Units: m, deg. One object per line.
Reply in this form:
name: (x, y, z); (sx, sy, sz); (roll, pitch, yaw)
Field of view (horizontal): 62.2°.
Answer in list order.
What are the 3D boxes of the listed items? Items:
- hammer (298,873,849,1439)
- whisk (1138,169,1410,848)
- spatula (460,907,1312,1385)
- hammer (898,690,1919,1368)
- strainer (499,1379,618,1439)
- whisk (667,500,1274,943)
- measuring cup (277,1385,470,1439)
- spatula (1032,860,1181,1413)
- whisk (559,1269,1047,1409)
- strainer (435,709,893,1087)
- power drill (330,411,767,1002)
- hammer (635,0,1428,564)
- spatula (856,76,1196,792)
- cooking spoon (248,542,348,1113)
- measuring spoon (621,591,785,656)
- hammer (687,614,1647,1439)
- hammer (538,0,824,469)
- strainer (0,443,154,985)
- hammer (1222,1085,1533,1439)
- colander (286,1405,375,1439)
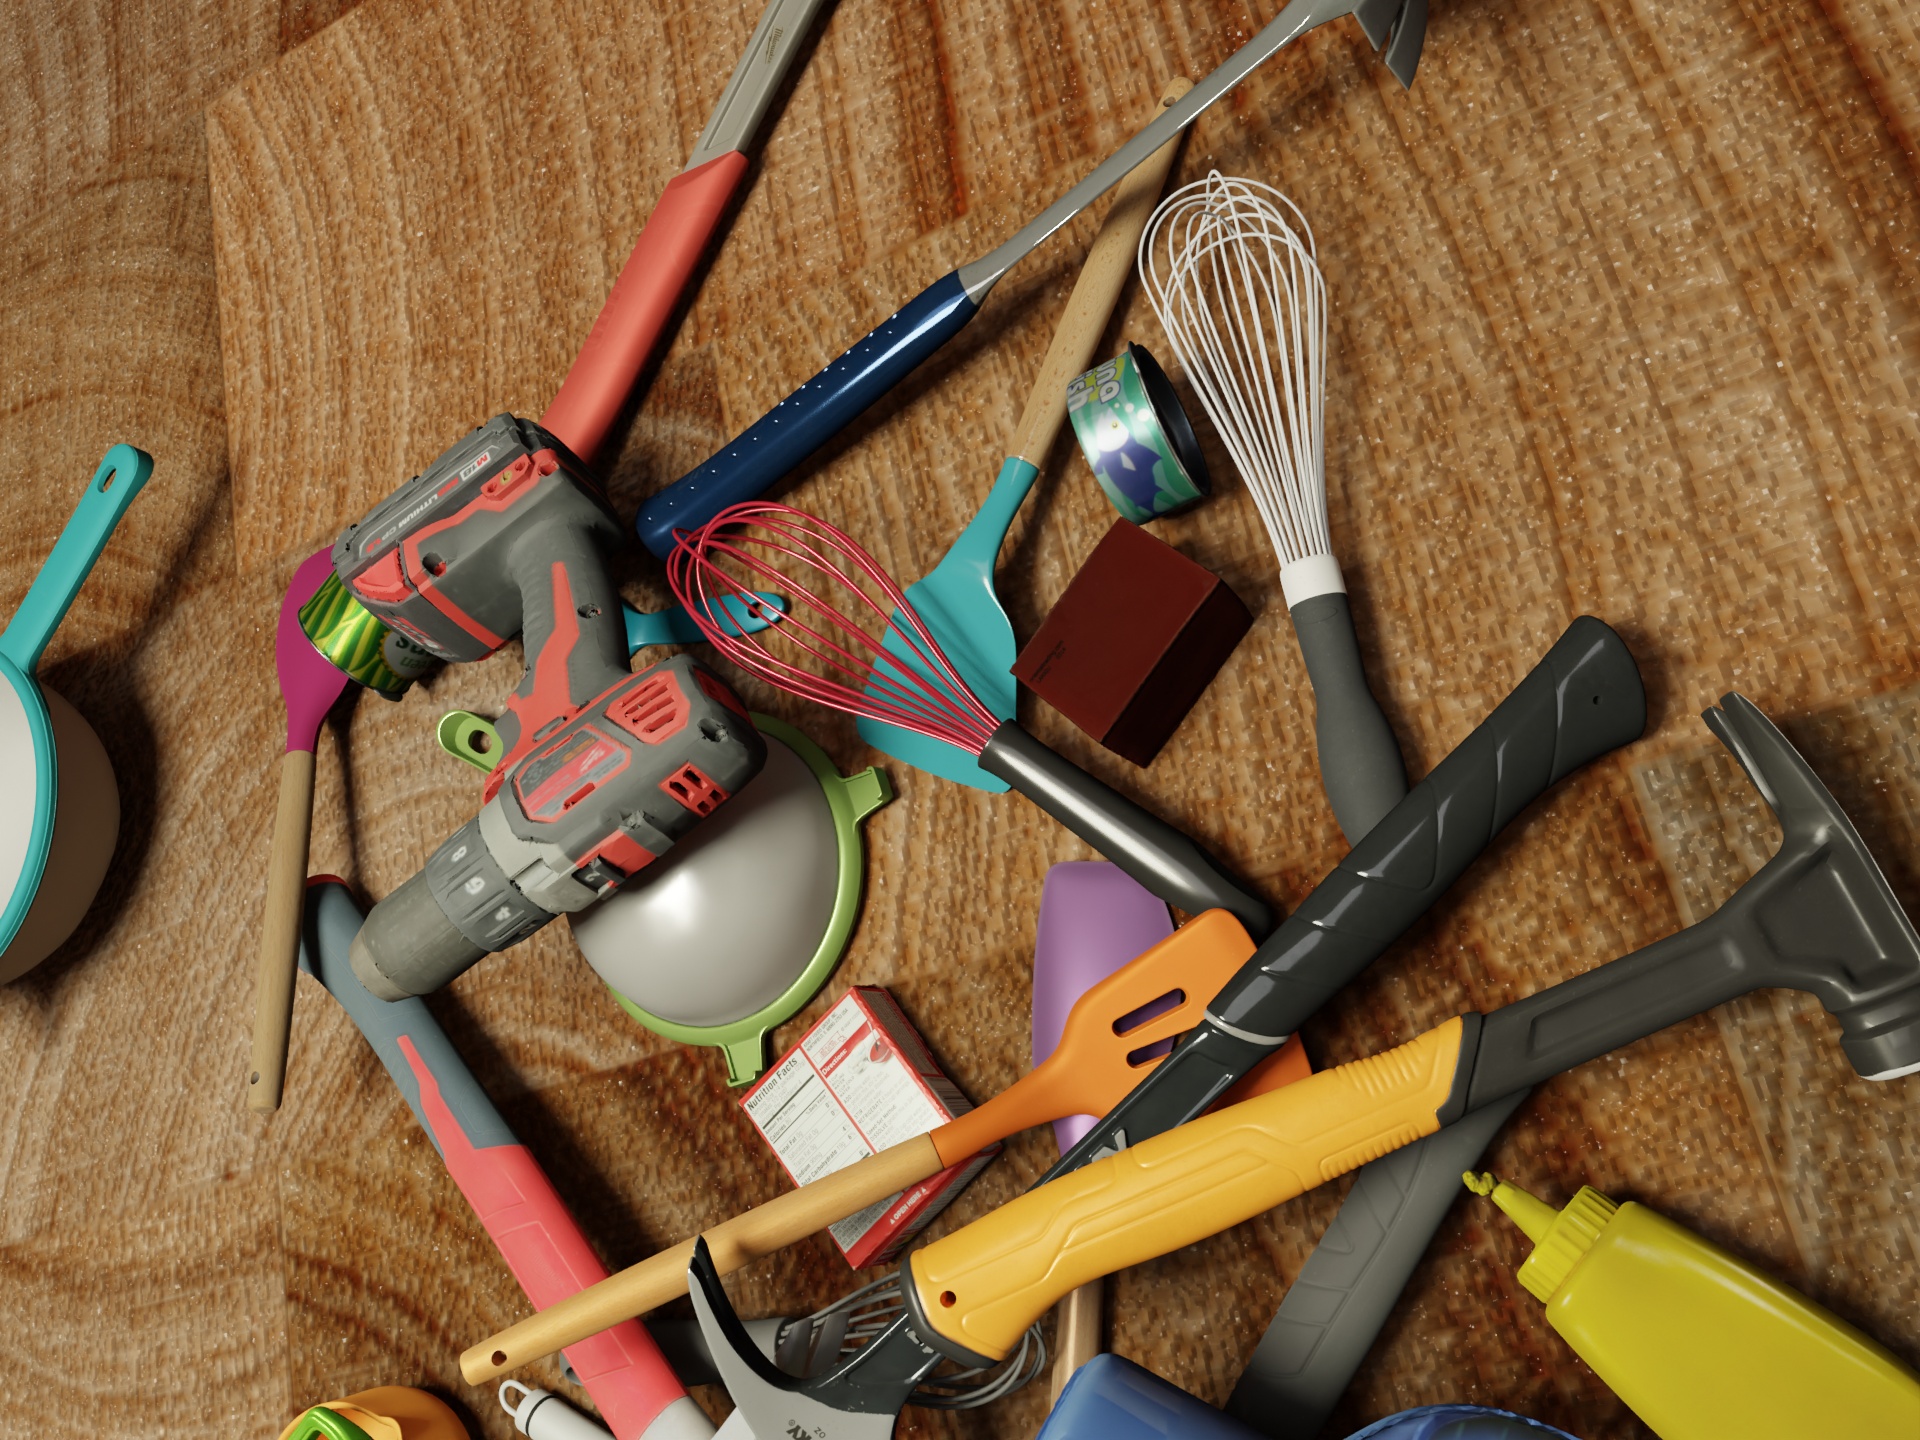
hammer: (-0.199, 0.180, 0.696); (0.387, 0.038, 0.143); (41, 103, 34)
whisk: (0.126, -0.082, 0.610); (0.070, 0.070, 0.285); (-17, 76, 23)
spatula: (-0.031, 0.168, 0.579); (0.322, 0.041, 0.081); (-24, 87, -6)
hammer: (0.134, 0.114, 0.512); (0.337, 0.034, 0.127); (-25, 76, 2)
strainer: (-0.100, 0.329, 0.639); (0.258, 0.050, 0.087); (15, 100, 32)
whisk: (-0.001, -0.002, 0.635); (0.296, 0.073, 0.073); (35, 95, 16)
measuring cup: (-0.225, 0.364, 0.689); (0.174, 0.052, 0.095); (35, 96, 21)
spatula: (0.048, 0.211, 0.601); (0.060, 0.018, 0.316); (1, 78, 19)
whisk: (-0.072, 0.250, 0.638); (0.239, 0.055, 0.055); (-16, 72, 27)
strainer: (-0.164, 0.045, 0.716); (0.256, 0.069, 0.151); (25, 90, 27)
power drill: (-0.199, -0.006, 0.682); (0.188, 0.080, 0.227); (-37, 54, 5)
hammer: (0.012, -0.185, 0.661); (0.405, 0.035, 0.144); (-34, 33, 25)
spatula: (0.039, -0.129, 0.681); (0.082, 0.044, 0.317); (20, 83, 29)
cooking spoon: (-0.335, 0.040, 0.801); (0.069, 0.017, 0.319); (-21, 58, 21)
measuring spoon: (-0.141, -0.047, 0.752); (0.128, 0.021, 0.042); (-7, 76, 27)
hammer: (0.081, 0.116, 0.553); (0.409, 0.036, 0.149); (-45, 95, 0)
hammer: (-0.134, -0.235, 0.784); (0.149, 0.036, 0.359); (29, 92, 29)
strainer: (-0.514, 0.008, 0.890); (0.211, 0.095, 0.340); (30, 91, 26)
hammer: (0.101, 0.261, 0.545); (0.146, 0.035, 0.335); (30, 90, 17)
colander: (-0.147, 0.417, 0.576); (0.397, 0.094, 0.204); (40, 98, 19)
